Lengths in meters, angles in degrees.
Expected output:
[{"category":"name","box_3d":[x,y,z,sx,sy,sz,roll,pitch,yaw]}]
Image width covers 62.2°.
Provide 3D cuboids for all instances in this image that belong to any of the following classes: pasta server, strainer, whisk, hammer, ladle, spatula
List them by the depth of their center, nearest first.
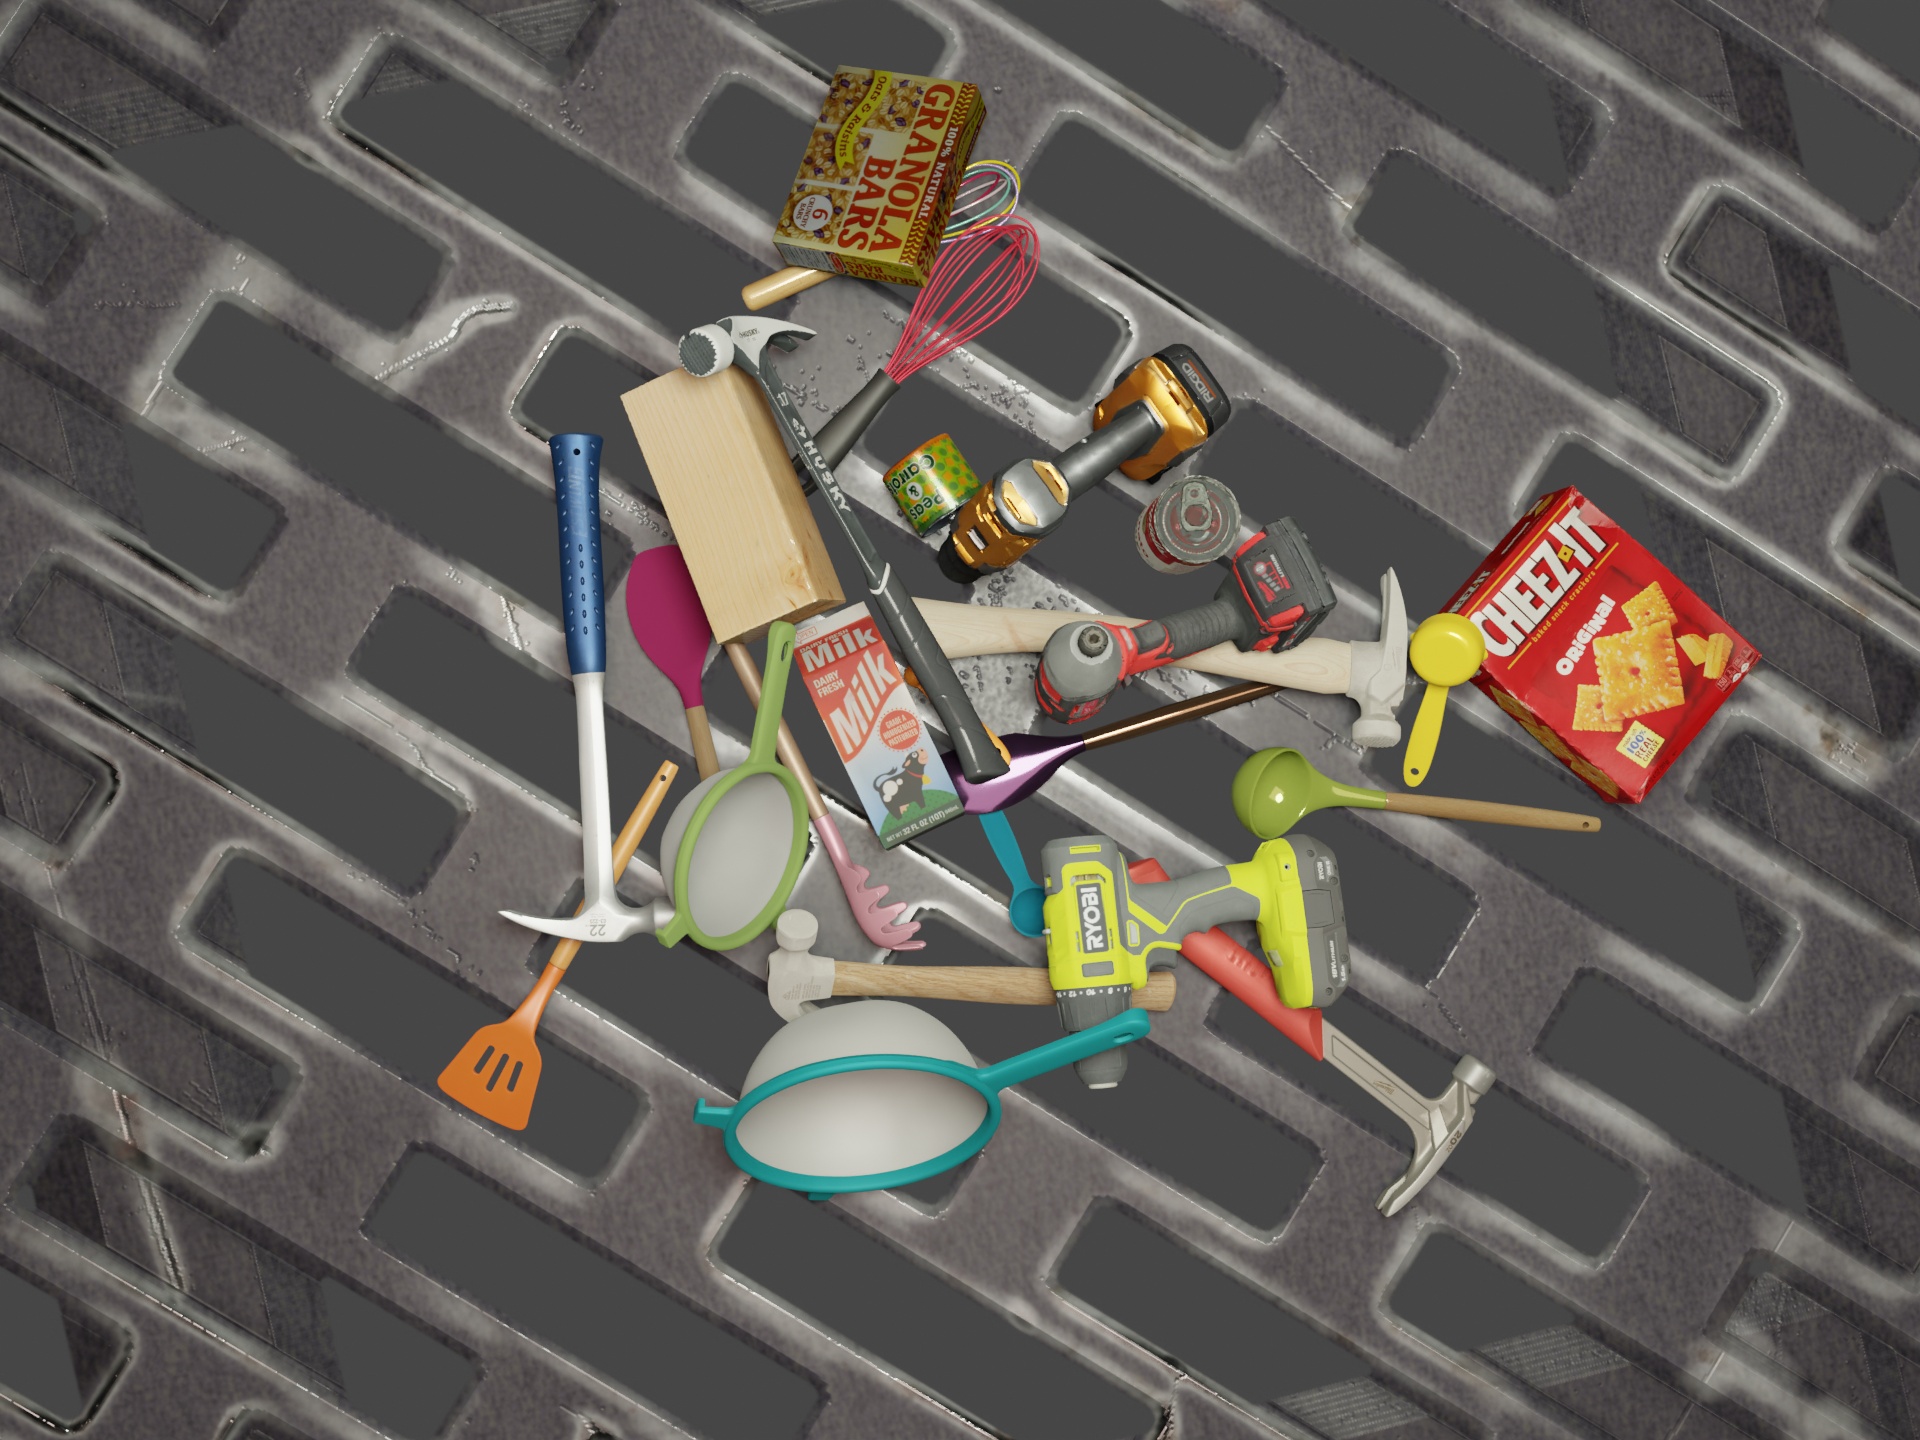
[{"category":"strainer","box_3d":[-0.021,0.254,1.214,0.340,0.210,0.095,-23,48,14]},{"category":"strainer","box_3d":[-0.178,0.046,1.225,0.069,0.151,0.256,14,96,30]},{"category":"hammer","box_3d":[-0.071,-0.129,1.230,0.036,0.149,0.409,-25,99,30]},{"category":"hammer","box_3d":[-0.302,-0.026,1.265,0.144,0.035,0.405,-4,85,-6]},{"category":"hammer","box_3d":[0.010,0.213,1.273,0.331,0.031,0.130,4,130,-12]},{"category":"spatula","box_3d":[-0.313,0.176,1.285,0.081,0.041,0.322,29,84,-2]},{"category":"pasta server","box_3d":[-0.118,0.051,1.287,0.040,0.060,0.316,-28,86,5]},{"category":"whisk","box_3d":[-0.044,-0.292,1.288,0.073,0.073,0.296,42,94,-2]},{"category":"whisk","box_3d":[-0.066,-0.395,1.294,0.245,0.047,0.051,-24,73,1]},{"category":"hammer","box_3d":[0.156,-0.072,1.296,0.410,0.038,0.146,6,77,1]},{"category":"ladle","box_3d":[0.377,0.072,1.305,0.320,0.062,0.078,7,103,-6]},{"category":"hammer","box_3d":[0.260,0.243,1.306,0.359,0.037,0.149,38,88,-2]},{"category":"spatula","box_3d":[0.126,0.013,1.310,0.316,0.018,0.060,-18,82,-2]}]

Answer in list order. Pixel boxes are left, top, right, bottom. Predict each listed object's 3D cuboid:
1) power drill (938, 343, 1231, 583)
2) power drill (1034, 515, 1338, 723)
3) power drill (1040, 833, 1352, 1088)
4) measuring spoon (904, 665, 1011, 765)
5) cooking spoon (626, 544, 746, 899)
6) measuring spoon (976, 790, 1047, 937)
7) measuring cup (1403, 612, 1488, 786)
[{"category":"power drill","box_3d":[0.085,-0.189,1.254,0.226,0.185,0.084,-37,91,-22]},{"category":"power drill","box_3d":[0.163,-0.070,1.205,0.219,0.143,0.079,-22,77,-9]},{"category":"power drill","box_3d":[0.179,0.180,1.240,0.228,0.080,0.191,-5,80,-7]},{"category":"measuring spoon","box_3d":[-0.002,-0.004,1.300,0.117,0.011,0.021,44,85,6]},{"category":"cooking spoon","box_3d":[-0.211,0.015,1.293,0.069,0.017,0.319,-13,90,4]},{"category":"measuring spoon","box_3d":[0.042,0.118,1.309,0.042,0.021,0.129,-23,81,-6]},{"category":"measuring cup","box_3d":[0.381,-0.010,1.286,0.062,0.029,0.156,17,118,19]}]
